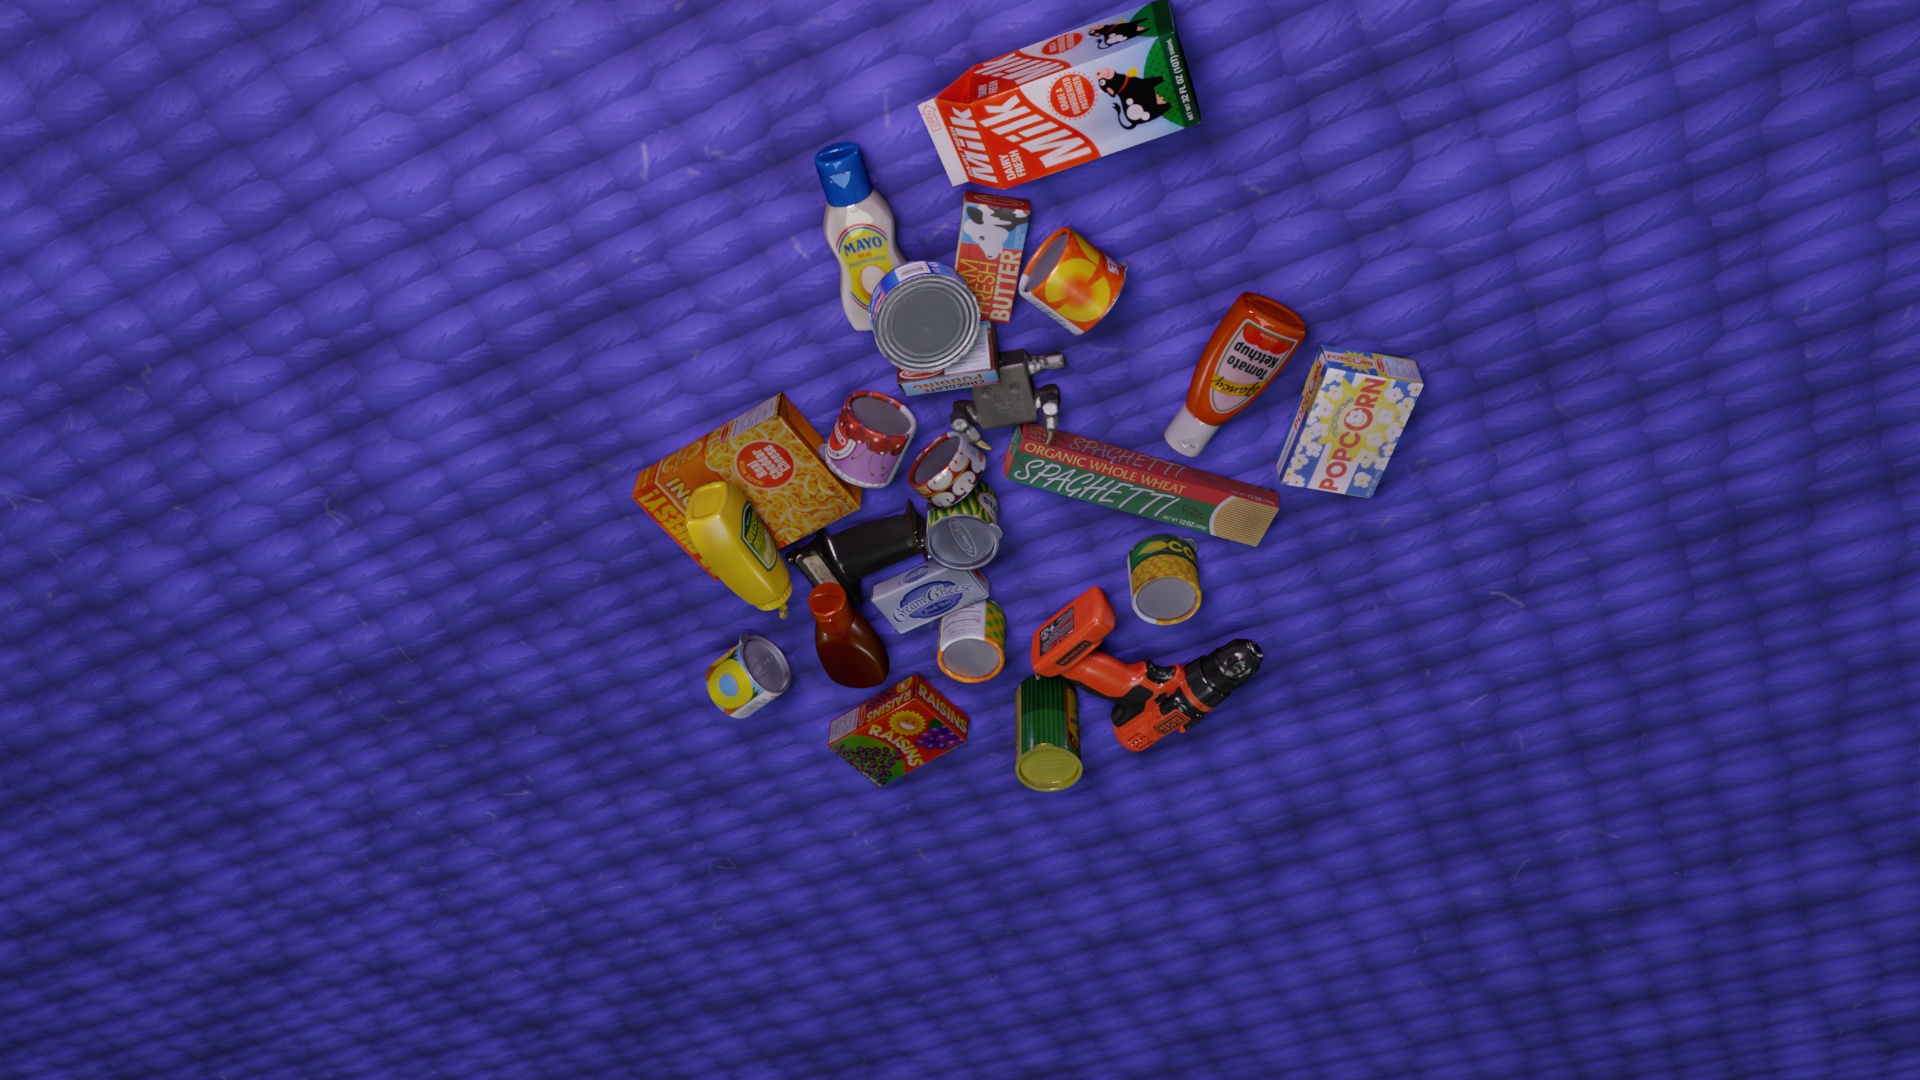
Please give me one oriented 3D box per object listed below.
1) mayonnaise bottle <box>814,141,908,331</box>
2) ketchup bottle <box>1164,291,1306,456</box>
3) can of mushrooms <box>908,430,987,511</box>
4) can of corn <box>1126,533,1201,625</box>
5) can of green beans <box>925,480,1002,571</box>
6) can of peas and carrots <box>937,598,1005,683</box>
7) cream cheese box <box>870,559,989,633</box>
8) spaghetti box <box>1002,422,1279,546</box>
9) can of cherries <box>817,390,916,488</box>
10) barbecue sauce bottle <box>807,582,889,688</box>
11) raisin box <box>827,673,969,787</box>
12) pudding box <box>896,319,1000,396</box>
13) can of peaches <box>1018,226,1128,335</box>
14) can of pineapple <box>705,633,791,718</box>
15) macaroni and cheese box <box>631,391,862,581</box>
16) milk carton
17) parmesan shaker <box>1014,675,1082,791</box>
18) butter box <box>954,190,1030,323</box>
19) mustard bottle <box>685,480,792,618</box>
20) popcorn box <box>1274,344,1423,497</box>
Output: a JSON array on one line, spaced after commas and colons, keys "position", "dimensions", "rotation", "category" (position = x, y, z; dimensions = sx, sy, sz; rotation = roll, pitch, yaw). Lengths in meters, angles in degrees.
[{"position": [-0.077, -0.238, 1.095], "dimensions": [0.065, 0.041, 0.147], "rotation": [-13, 129, 5], "category": "mayonnaise bottle"}, {"position": [0.224, -0.136, 1.168], "dimensions": [0.065, 0.044, 0.148], "rotation": [21, 128, -15], "category": "ketchup bottle"}, {"position": [-0.014, -0.061, 1.221], "dimensions": [0.071, 0.071, 0.033], "rotation": [-32, 121, 25], "category": "can of mushrooms"}, {"position": [0.193, 0.036, 1.299], "dimensions": [0.071, 0.058, 0.070], "rotation": [1, 130, 1], "category": "can of corn"}, {"position": [0.002, -0.015, 1.264], "dimensions": [0.071, 0.058, 0.071], "rotation": [1, 129, 1], "category": "can of green beans"}, {"position": [0.012, 0.099, 1.357], "dimensions": [0.071, 0.059, 0.070], "rotation": [1, 129, 2], "category": "can of peas and carrots"}, {"position": [-0.029, 0.049, 1.340], "dimensions": [0.103, 0.024, 0.053], "rotation": [-24, 124, 20], "category": "cream cheese box"}, {"position": [0.162, -0.050, 1.250], "dimensions": [0.250, 0.029, 0.049], "rotation": [15, 128, -10], "category": "spaghetti box"}, {"position": [-0.080, -0.089, 1.201], "dimensions": [0.071, 0.072, 0.058], "rotation": [19, 127, -13], "category": "can of cherries"}, {"position": [-0.112, 0.092, 1.337], "dimensions": [0.065, 0.044, 0.148], "rotation": [2, 149, 12], "category": "barbecue sauce bottle"}, {"position": [-0.065, 0.200, 1.456], "dimensions": [0.123, 0.040, 0.086], "rotation": [-31, 121, 26], "category": "raisin box"}, {"position": [-0.011, -0.152, 1.155], "dimensions": [0.084, 0.050, 0.030], "rotation": [-7, 162, 7], "category": "pudding box"}, {"position": [0.089, -0.208, 1.100], "dimensions": [0.058, 0.071, 0.071], "rotation": [31, 124, -21], "category": "can of peaches"}, {"position": [-0.214, 0.135, 1.392], "dimensions": [0.057, 0.071, 0.071], "rotation": [-36, 120, 27], "category": "can of pineapple"}, {"position": [-0.192, -0.046, 1.258], "dimensions": [0.166, 0.040, 0.123], "rotation": [-26, 124, 21], "category": "macaroni and cheese box"}, {"position": [0.070, -0.316, 1.006], "dimensions": [0.190, 0.074, 0.072], "rotation": [-16, 127, 15], "category": "milk carton"}, {"position": [0.088, 0.190, 1.401], "dimensions": [0.071, 0.103, 0.071], "rotation": [1, 130, 1], "category": "parmesan shaker"}, {"position": [0.022, -0.226, 1.113], "dimensions": [0.053, 0.024, 0.103], "rotation": [7, 129, -3], "category": "butter box"}, {"position": [-0.189, 0.017, 1.245], "dimensions": [0.049, 0.066, 0.159], "rotation": [-14, 135, 17], "category": "mustard bottle"}, {"position": [0.332, -0.100, 1.196], "dimensions": [0.085, 0.038, 0.126], "rotation": [9, 129, -5], "category": "popcorn box"}]
